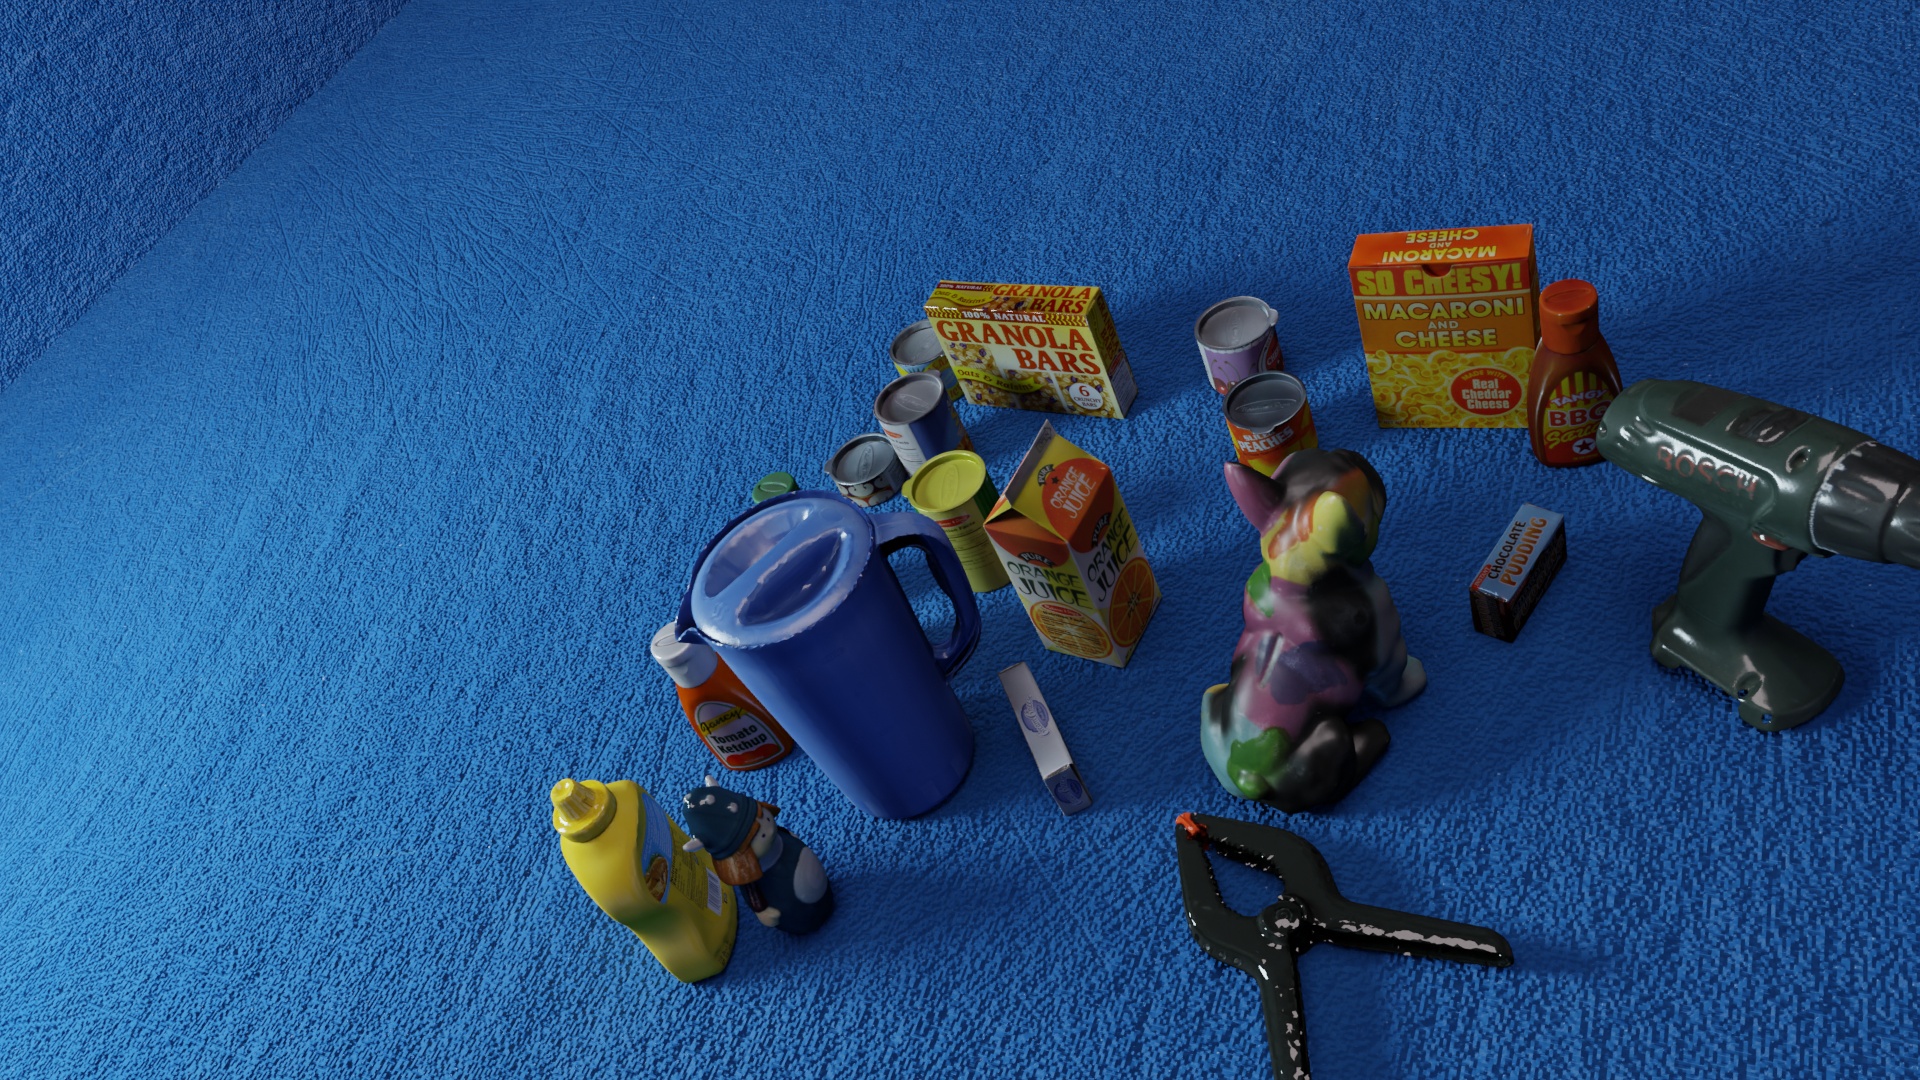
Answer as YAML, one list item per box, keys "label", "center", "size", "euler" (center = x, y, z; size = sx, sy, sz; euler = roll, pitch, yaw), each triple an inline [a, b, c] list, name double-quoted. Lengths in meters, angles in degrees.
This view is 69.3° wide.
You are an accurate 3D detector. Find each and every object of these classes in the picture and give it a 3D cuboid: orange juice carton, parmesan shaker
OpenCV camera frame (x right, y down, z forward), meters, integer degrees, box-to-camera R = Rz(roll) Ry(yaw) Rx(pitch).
- label: "orange juice carton"
  center: [0.078, 0.004, 1.007]
  size: [0.073, 0.192, 0.072]
  euler: [11, 55, 34]
- label: "parmesan shaker"
  center: [0.004, -0.014, 1.126]
  size: [0.071, 0.102, 0.072]
  euler: [-14, 45, 15]

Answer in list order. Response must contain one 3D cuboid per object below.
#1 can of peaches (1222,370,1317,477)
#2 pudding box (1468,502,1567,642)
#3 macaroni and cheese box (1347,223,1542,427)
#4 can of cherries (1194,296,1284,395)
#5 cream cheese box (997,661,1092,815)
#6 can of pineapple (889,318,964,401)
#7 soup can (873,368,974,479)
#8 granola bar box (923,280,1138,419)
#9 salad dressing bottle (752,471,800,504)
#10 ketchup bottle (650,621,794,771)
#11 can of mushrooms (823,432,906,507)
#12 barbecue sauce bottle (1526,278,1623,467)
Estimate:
- label: "can of peaches"
  center: [0.248, -0.091, 1.110]
  size: [0.071, 0.057, 0.071]
  euler: [-14, 45, 14]
- label: "pudding box"
  center: [0.379, 0.021, 0.943]
  size: [0.030, 0.049, 0.084]
  euler: [22, 62, 40]
- label: "macaroni and cheese box"
  center: [0.365, -0.154, 1.032]
  size: [0.123, 0.165, 0.040]
  euler: [2, 51, 29]
- label: "can of cherries"
  center: [0.241, -0.165, 1.183]
  size: [0.071, 0.058, 0.072]
  euler: [-14, 45, 14]
- label: "cream cheese box"
  center: [0.060, 0.140, 0.987]
  size: [0.024, 0.053, 0.104]
  euler: [-27, 43, 2]
- label: "can of pineapple"
  center: [-0.026, -0.168, 1.321]
  size: [0.071, 0.057, 0.071]
  euler: [-14, 45, 14]
- label: "soup can"
  center: [-0.029, -0.100, 1.239]
  size: [0.071, 0.083, 0.072]
  euler: [-14, 45, 15]
- label: "granola bar box"
  center: [0.063, -0.170, 1.230]
  size: [0.165, 0.123, 0.039]
  euler: [9, 55, 33]
- label: "salad dressing bottle"
  center: [-0.122, 0.006, 1.138]
  size: [0.064, 0.147, 0.044]
  euler: [5, 52, 31]
- label: "ketchup bottle"
  center: [-0.184, 0.118, 1.061]
  size: [0.064, 0.148, 0.044]
  euler: [-18, 44, 11]
- label: "can of mushrooms"
  center: [-0.086, -0.064, 1.270]
  size: [0.071, 0.033, 0.071]
  euler: [-14, 45, 14]
- label: "barbecue sauce bottle"
  center: [0.431, -0.117, 0.977]
  size: [0.065, 0.148, 0.044]
  euler: [-12, 45, 17]
